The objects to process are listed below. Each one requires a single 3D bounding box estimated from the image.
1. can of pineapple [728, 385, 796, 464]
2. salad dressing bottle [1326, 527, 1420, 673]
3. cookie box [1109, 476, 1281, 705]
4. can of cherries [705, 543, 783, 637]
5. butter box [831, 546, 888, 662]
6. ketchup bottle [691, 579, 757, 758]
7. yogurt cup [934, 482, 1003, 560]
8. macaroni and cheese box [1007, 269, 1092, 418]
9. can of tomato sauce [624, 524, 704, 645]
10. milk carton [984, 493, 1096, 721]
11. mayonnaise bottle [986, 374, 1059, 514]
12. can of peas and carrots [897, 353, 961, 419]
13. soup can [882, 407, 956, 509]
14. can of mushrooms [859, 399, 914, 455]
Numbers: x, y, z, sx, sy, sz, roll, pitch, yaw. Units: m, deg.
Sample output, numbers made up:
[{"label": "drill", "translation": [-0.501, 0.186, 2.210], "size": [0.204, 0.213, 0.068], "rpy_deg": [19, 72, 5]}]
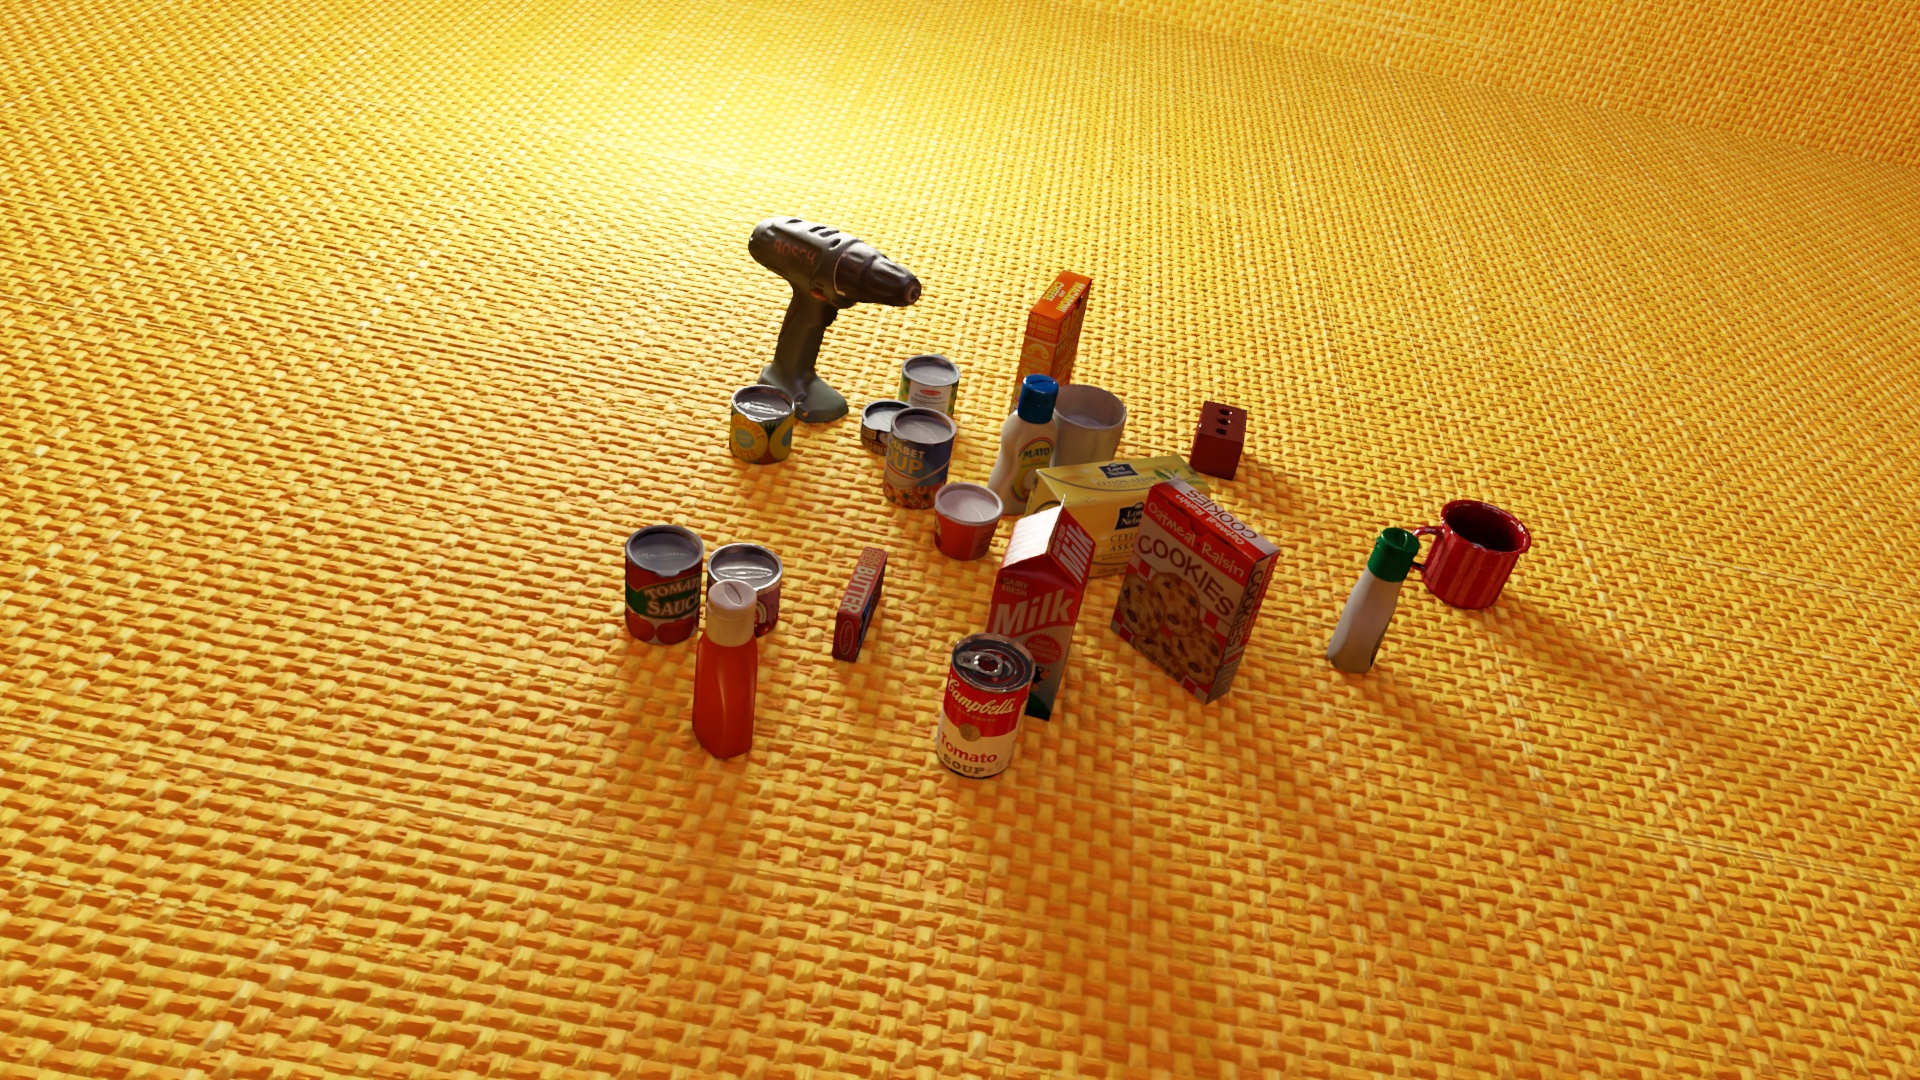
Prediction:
[{"label": "can of pineapple", "translation": [-0.207, -0.119, 1.440], "size": [0.071, 0.057, 0.071], "rpy_deg": [7, 37, -5]}, {"label": "salad dressing bottle", "translation": [0.382, 0.056, 1.286], "size": [0.044, 0.146, 0.064], "rpy_deg": [20, 37, 11]}, {"label": "cookie box", "translation": [0.205, 0.045, 1.238], "size": [0.040, 0.166, 0.123], "rpy_deg": [-22, 48, -36]}, {"label": "can of cherries", "translation": [-0.192, 0.046, 1.224], "size": [0.071, 0.058, 0.072], "rpy_deg": [7, 37, -5]}, {"label": "butter box", "translation": [-0.090, 0.056, 1.243], "size": [0.024, 0.052, 0.104], "rpy_deg": [14, 37, 3]}, {"label": "ketchup bottle", "translation": [-0.183, 0.098, 1.083], "size": [0.044, 0.148, 0.065], "rpy_deg": [-13, 43, -29]}, {"label": "yogurt cup", "translation": [0.005, -0.017, 1.363], "size": [0.072, 0.053, 0.073], "rpy_deg": [7, 37, -5]}, {"label": "macaroni and cheese box", "translation": [0.097, -0.198, 1.532], "size": [0.040, 0.165, 0.124], "rpy_deg": [20, 37, 11]}, {"label": "can of tomato sauce", "translation": [-0.255, 0.040, 1.196], "size": [0.071, 0.082, 0.071], "rpy_deg": [7, 37, -5]}, {"label": "milk carton", "translation": [0.064, 0.054, 1.170], "size": [0.073, 0.189, 0.073], "rpy_deg": [15, 37, 6]}, {"label": "mayonnaise bottle", "translation": [0.068, -0.096, 1.405], "size": [0.065, 0.147, 0.041], "rpy_deg": [-10, 41, -26]}, {"label": "can of peas and carrots", "translation": [-0.036, -0.167, 1.546], "size": [0.071, 0.058, 0.071], "rpy_deg": [7, 37, -5]}, {"label": "soup can", "translation": [-0.045, -0.082, 1.411], "size": [0.071, 0.083, 0.072], "rpy_deg": [7, 37, -5]}, {"label": "can of mushrooms", "translation": [-0.077, -0.121, 1.496], "size": [0.071, 0.033, 0.071], "rpy_deg": [7, 37, -5]}]
